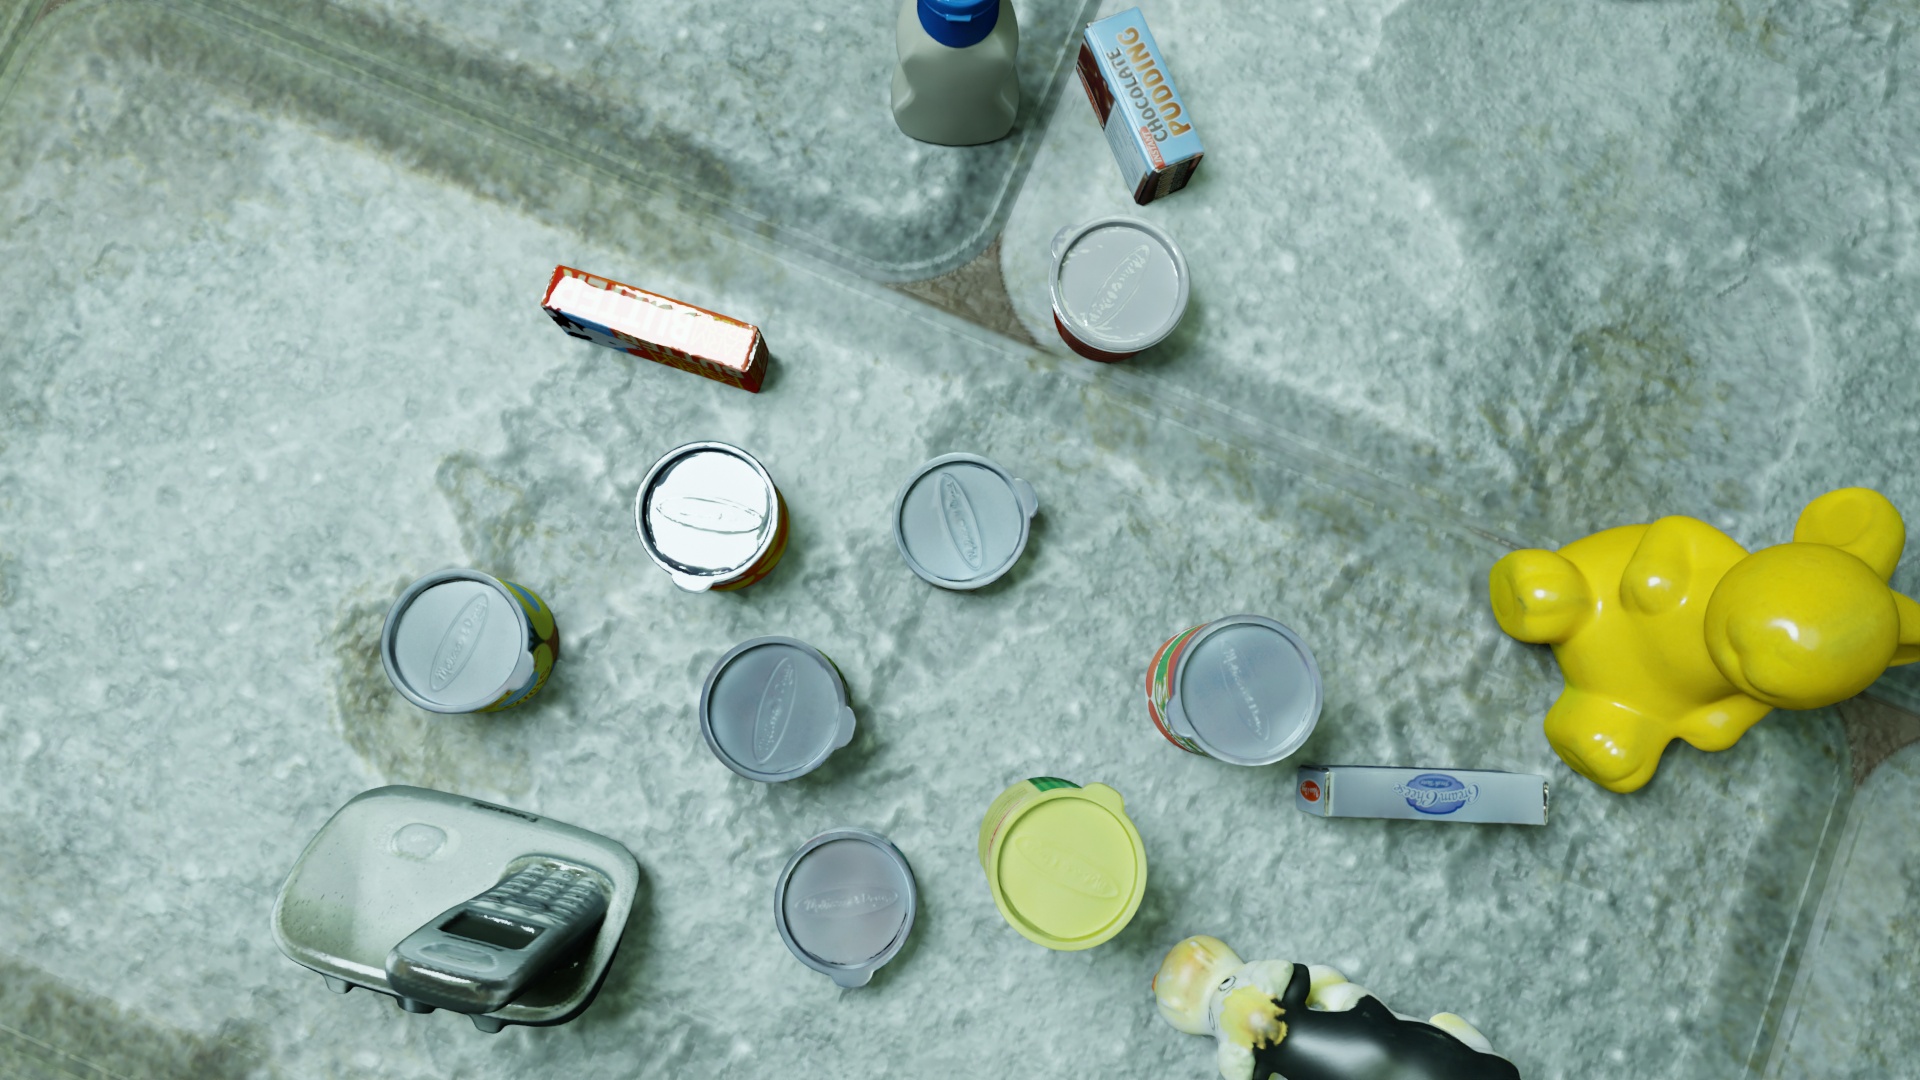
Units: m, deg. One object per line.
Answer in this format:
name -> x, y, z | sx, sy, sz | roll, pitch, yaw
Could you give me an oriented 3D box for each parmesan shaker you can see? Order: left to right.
parmesan shaker -> 0.045, 0.140, 0.627 | 0.071, 0.103, 0.071 | 0, 84, -1

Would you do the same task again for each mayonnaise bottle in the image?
mayonnaise bottle -> -0.002, -0.230, 0.647 | 0.065, 0.148, 0.041 | 1, 84, -1

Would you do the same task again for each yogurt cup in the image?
yogurt cup -> 0.075, -0.120, 0.684 | 0.072, 0.054, 0.072 | 0, 83, -2

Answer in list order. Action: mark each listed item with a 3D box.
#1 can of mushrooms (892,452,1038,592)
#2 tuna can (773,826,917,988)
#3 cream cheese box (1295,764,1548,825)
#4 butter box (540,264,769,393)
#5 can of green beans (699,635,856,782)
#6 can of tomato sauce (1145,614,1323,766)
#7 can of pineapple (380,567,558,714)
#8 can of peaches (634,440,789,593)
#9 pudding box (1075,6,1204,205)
can of mushrooms -> 0.002, -0.009, 0.678 | 0.071, 0.033, 0.071 | 0, 83, -2
tuna can -> -0.053, 0.172, 0.655 | 0.071, 0.033, 0.071 | 0, 83, -2
cream cheese box -> 0.217, 0.120, 0.659 | 0.104, 0.053, 0.024 | 2, 84, -1
butter box -> -0.146, -0.102, 0.676 | 0.103, 0.053, 0.024 | 17, 84, 1
can of green beans -> -0.085, 0.079, 0.653 | 0.071, 0.057, 0.071 | 0, 83, -2
can of tomato sauce -> 0.123, 0.071, 0.647 | 0.071, 0.083, 0.071 | 0, 83, -1
can of pineapple -> -0.227, 0.050, 0.653 | 0.071, 0.058, 0.071 | 0, 83, -2
can of peaches -> -0.117, -0.008, 0.663 | 0.071, 0.058, 0.071 | 0, 83, -2
pudding box -> 0.089, -0.218, 0.698 | 0.030, 0.049, 0.084 | -23, 84, -4
